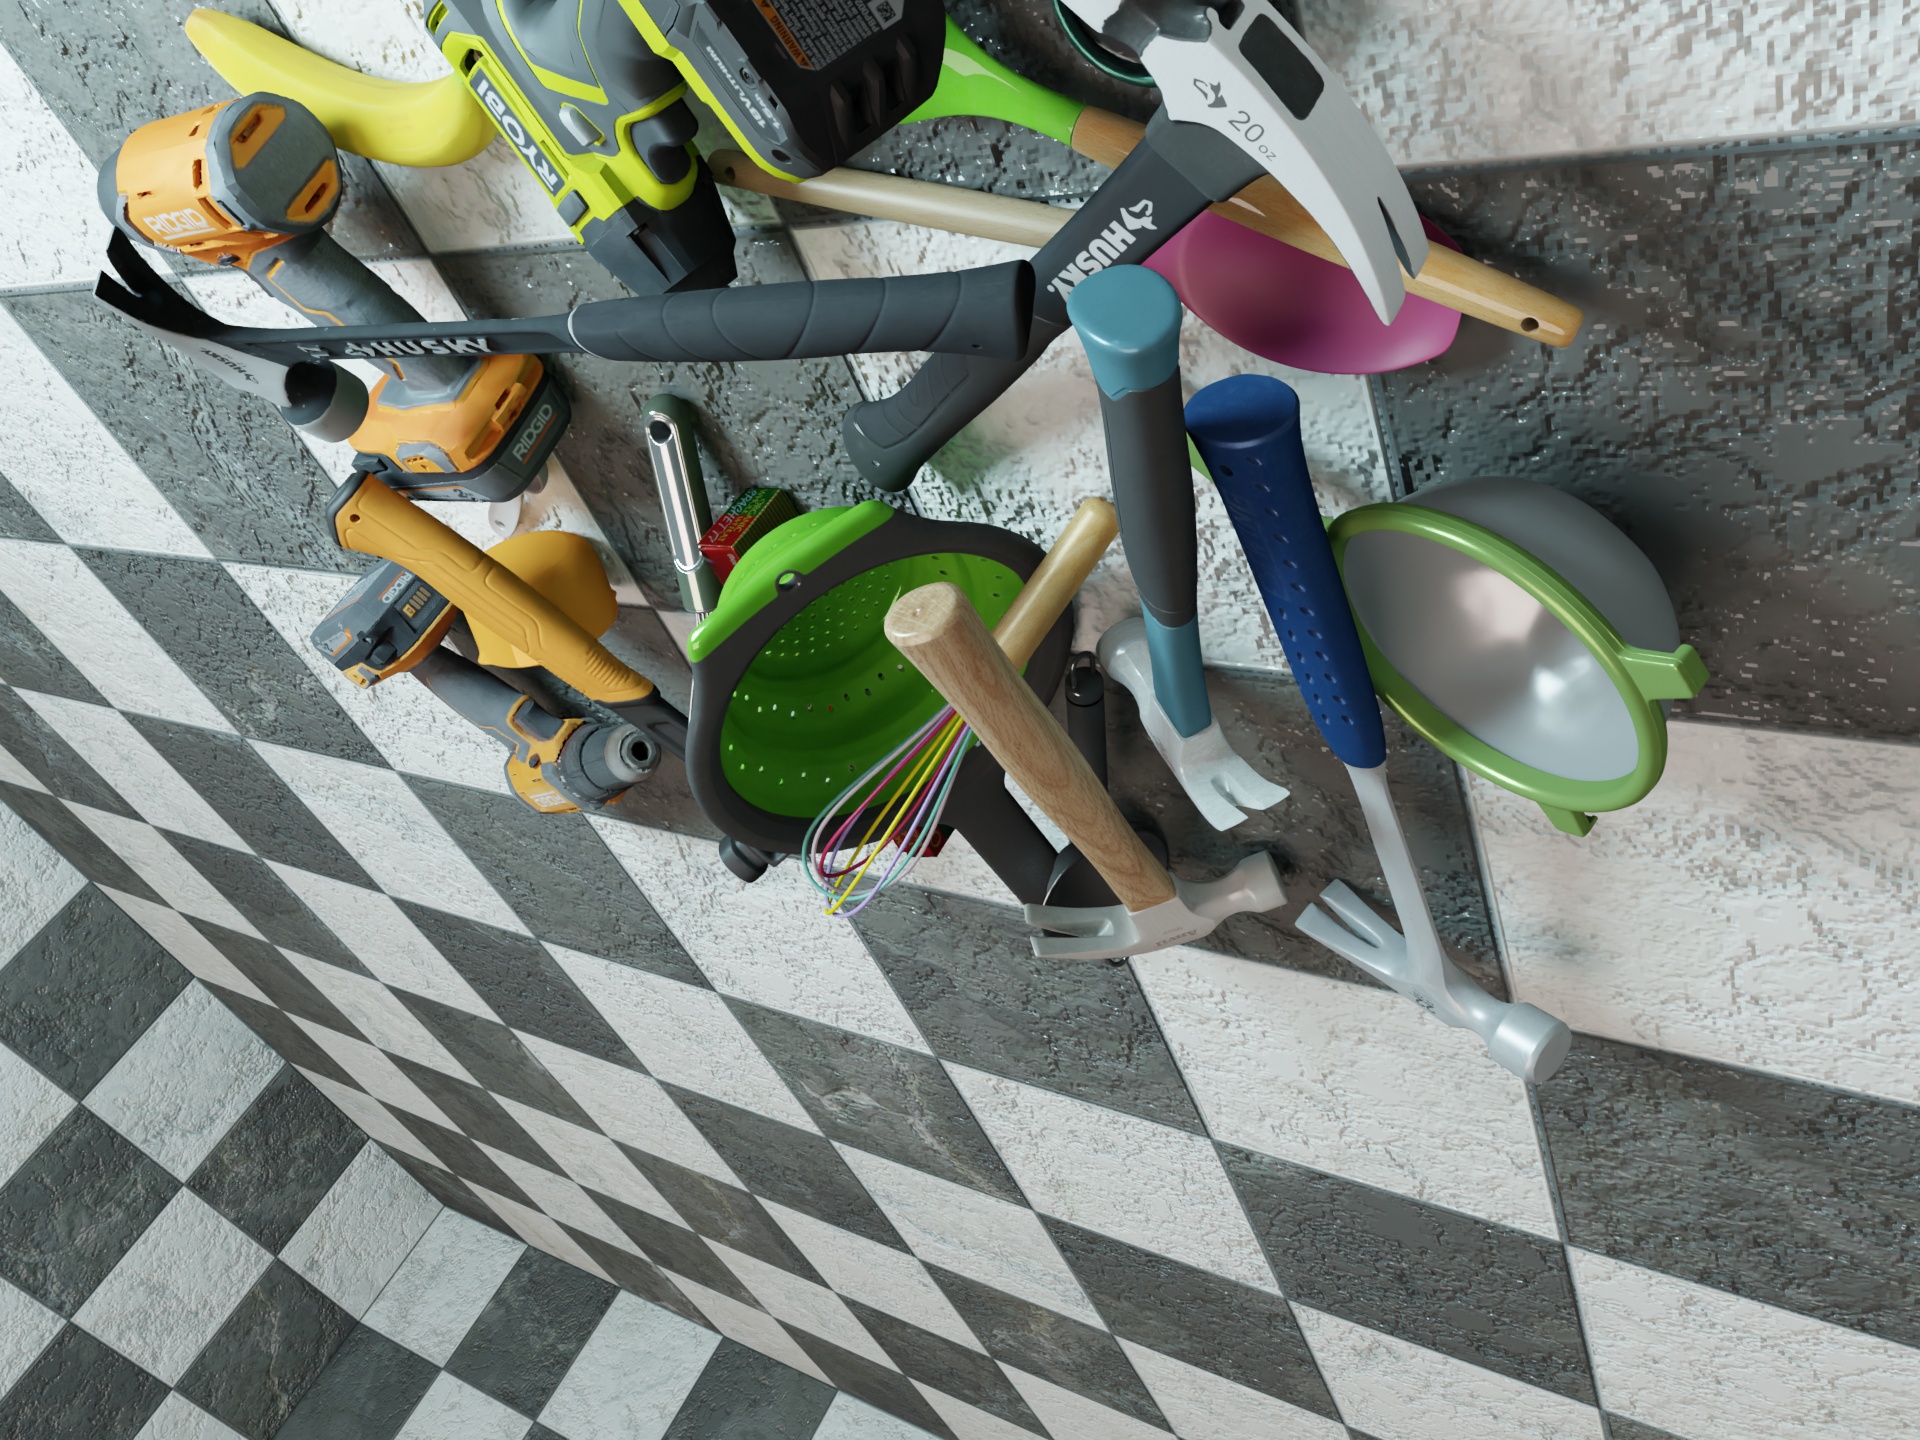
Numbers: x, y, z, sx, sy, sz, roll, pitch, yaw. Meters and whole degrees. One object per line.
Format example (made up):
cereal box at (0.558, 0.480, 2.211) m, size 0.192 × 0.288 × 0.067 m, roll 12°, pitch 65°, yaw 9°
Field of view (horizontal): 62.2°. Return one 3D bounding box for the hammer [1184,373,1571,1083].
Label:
hammer at (0.166, 0.018, 0.675) m, size 0.144 × 0.035 × 0.405 m, roll 32°, pitch 161°, yaw 43°

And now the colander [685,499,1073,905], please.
colander at (-0.024, 0.001, 0.847) m, size 0.095 × 0.204 × 0.396 m, roll 54°, pitch -179°, yaw 36°

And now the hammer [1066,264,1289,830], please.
hammer at (0.077, -0.054, 0.604) m, size 0.128 × 0.033 × 0.330 m, roll 60°, pitch 177°, yaw 27°

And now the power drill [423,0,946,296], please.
power drill at (-0.104, -0.235, 0.581) m, size 0.171 × 0.080 × 0.223 m, roll 54°, pitch 157°, yaw -17°

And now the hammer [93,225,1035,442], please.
hammer at (-0.159, -0.156, 0.628) m, size 0.409 × 0.036 × 0.149 m, roll 4°, pitch 168°, yaw 25°

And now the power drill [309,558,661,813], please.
power drill at (-0.317, -0.019, 1.095) m, size 0.226 × 0.084 × 0.185 m, roll 44°, pitch 152°, yaw -23°

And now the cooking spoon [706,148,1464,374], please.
cooking spoon at (0.034, -0.189, 0.609) m, size 0.319 × 0.017 × 0.068 m, roll 18°, pitch 133°, yaw 23°

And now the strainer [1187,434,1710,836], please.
strainer at (0.174, -0.073, 0.614) m, size 0.256 × 0.069 × 0.151 m, roll 42°, pitch 166°, yaw 21°

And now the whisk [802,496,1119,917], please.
whisk at (-0.002, -0.003, 0.752) m, size 0.051 × 0.047 × 0.245 m, roll 41°, pitch 109°, yaw 18°

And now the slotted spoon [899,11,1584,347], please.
slotted spoon at (0.065, -0.197, 0.549) m, size 0.314 × 0.031 × 0.070 m, roll 28°, pitch 147°, yaw 13°

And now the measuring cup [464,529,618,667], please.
measuring cup at (-0.282, -0.093, 0.985) m, size 0.174 × 0.095 × 0.052 m, roll 31°, pitch 144°, yaw 43°

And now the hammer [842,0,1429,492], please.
hammer at (0.031, -0.152, 0.604) m, size 0.146 × 0.035 × 0.335 m, roll 37°, pitch 157°, yaw -12°

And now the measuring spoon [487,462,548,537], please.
measuring spoon at (-0.269, -0.139, 0.961) m, size 0.034 × 0.018 × 0.124 m, roll 39°, pitch 155°, yaw -9°

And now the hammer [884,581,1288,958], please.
hammer at (0.050, 0.037, 0.749) m, size 0.130 × 0.031 × 0.331 m, roll -23°, pitch 143°, yaw 14°

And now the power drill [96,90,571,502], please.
power drill at (-0.326, -0.211, 0.814) m, size 0.164 × 0.084 × 0.226 m, roll 7°, pitch 151°, yaw 37°

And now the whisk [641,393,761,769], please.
whisk at (-0.136, -0.056, 0.862) m, size 0.058 × 0.059 × 0.246 m, roll 1°, pitch 116°, yaw 19°

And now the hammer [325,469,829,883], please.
hammer at (-0.207, -0.033, 0.915) m, size 0.336 × 0.034 × 0.127 m, roll 38°, pitch 114°, yaw -24°

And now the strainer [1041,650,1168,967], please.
strainer at (0.070, 0.048, 0.851) m, size 0.050 × 0.087 × 0.258 m, roll 50°, pitch 161°, yaw 35°
